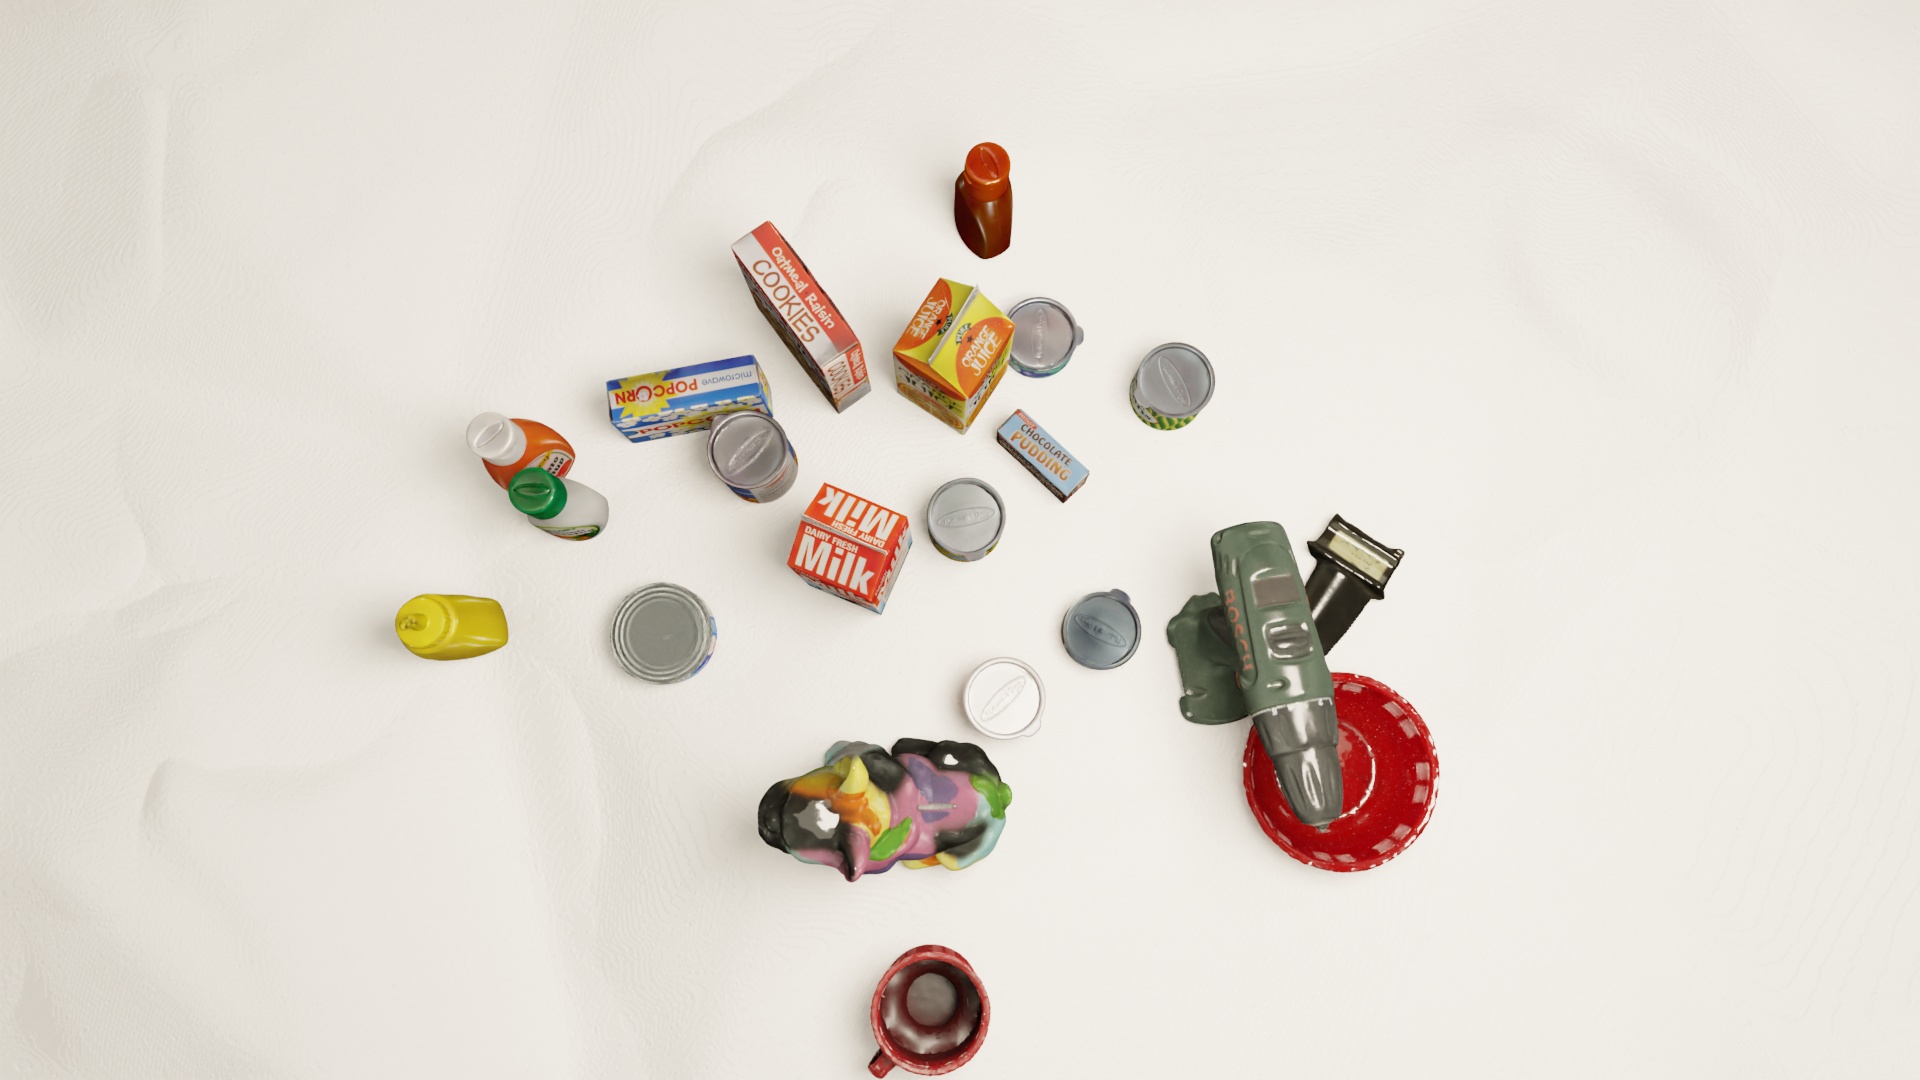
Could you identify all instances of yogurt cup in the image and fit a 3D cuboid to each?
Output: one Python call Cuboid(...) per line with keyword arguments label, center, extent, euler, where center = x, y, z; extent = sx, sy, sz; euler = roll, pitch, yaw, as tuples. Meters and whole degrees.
Cuboid(label="yogurt cup", center=(0.036, 0.132, 1.159), extent=(0.072, 0.054, 0.072), euler=(0, 82, -1))

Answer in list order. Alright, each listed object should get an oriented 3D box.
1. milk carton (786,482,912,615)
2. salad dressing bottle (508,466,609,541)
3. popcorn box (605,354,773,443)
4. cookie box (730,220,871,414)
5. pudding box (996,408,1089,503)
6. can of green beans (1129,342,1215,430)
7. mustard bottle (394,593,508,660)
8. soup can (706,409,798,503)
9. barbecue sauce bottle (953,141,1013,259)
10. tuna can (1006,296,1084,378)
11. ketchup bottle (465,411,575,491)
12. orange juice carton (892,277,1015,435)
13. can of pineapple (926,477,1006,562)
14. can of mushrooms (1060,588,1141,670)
Cuboid(label="milk carton", center=(-0.086, 0.007, 1.105), extent=(0.072, 0.190, 0.073), euler=(23, 83, 2))
Cuboid(label="salad dressing bottle", center=(-0.328, -0.030, 1.128), extent=(0.064, 0.147, 0.044), euler=(1, 83, -1))
Cuboid(label="popcorn box", center=(-0.226, -0.118, 1.173), extent=(0.127, 0.085, 0.038), euler=(-11, 83, -2))
Cuboid(label="cookie box", center=(-0.127, -0.179, 1.142), extent=(0.040, 0.167, 0.123), euler=(-37, 85, -5))
Cuboid(label="pudding box", center=(0.070, -0.072, 1.190), extent=(0.084, 0.049, 0.030), euler=(43, 84, 5))
Cuboid(label="can of green beans", center=(0.181, -0.132, 1.196), extent=(0.071, 0.057, 0.071), euler=(0, 82, -1))
Cuboid(label="mustard bottle", center=(-0.411, 0.068, 1.107), extent=(0.065, 0.160, 0.049), euler=(-14, 83, -3))
Cuboid(label="soup can", center=(-0.175, -0.071, 1.168), extent=(0.071, 0.083, 0.071), euler=(0, 83, -1))
Cuboid(label="barbecue sauce bottle", center=(0.020, -0.289, 1.169), extent=(0.044, 0.148, 0.065), euler=(-27, 84, -4))
Cuboid(label="tuna can", center=(0.071, -0.176, 1.213), extent=(0.071, 0.033, 0.071), euler=(0, 82, -1))
Cuboid(label="ketchup bottle", center=(-0.362, -0.072, 1.133), extent=(0.043, 0.148, 0.065), euler=(44, 84, 4))
Cuboid(label="orange juice carton", center=(-0.006, -0.151, 1.127), extent=(0.073, 0.192, 0.072), euler=(33, 84, 3))
Cuboid(label="can of pineapple", center=(0.004, -0.015, 1.177), extent=(0.071, 0.058, 0.071), euler=(0, 82, -1))
Cuboid(label="can of mushrooms", center=(0.120, 0.075, 1.179), extent=(0.071, 0.033, 0.071), euler=(0, 82, -1))
